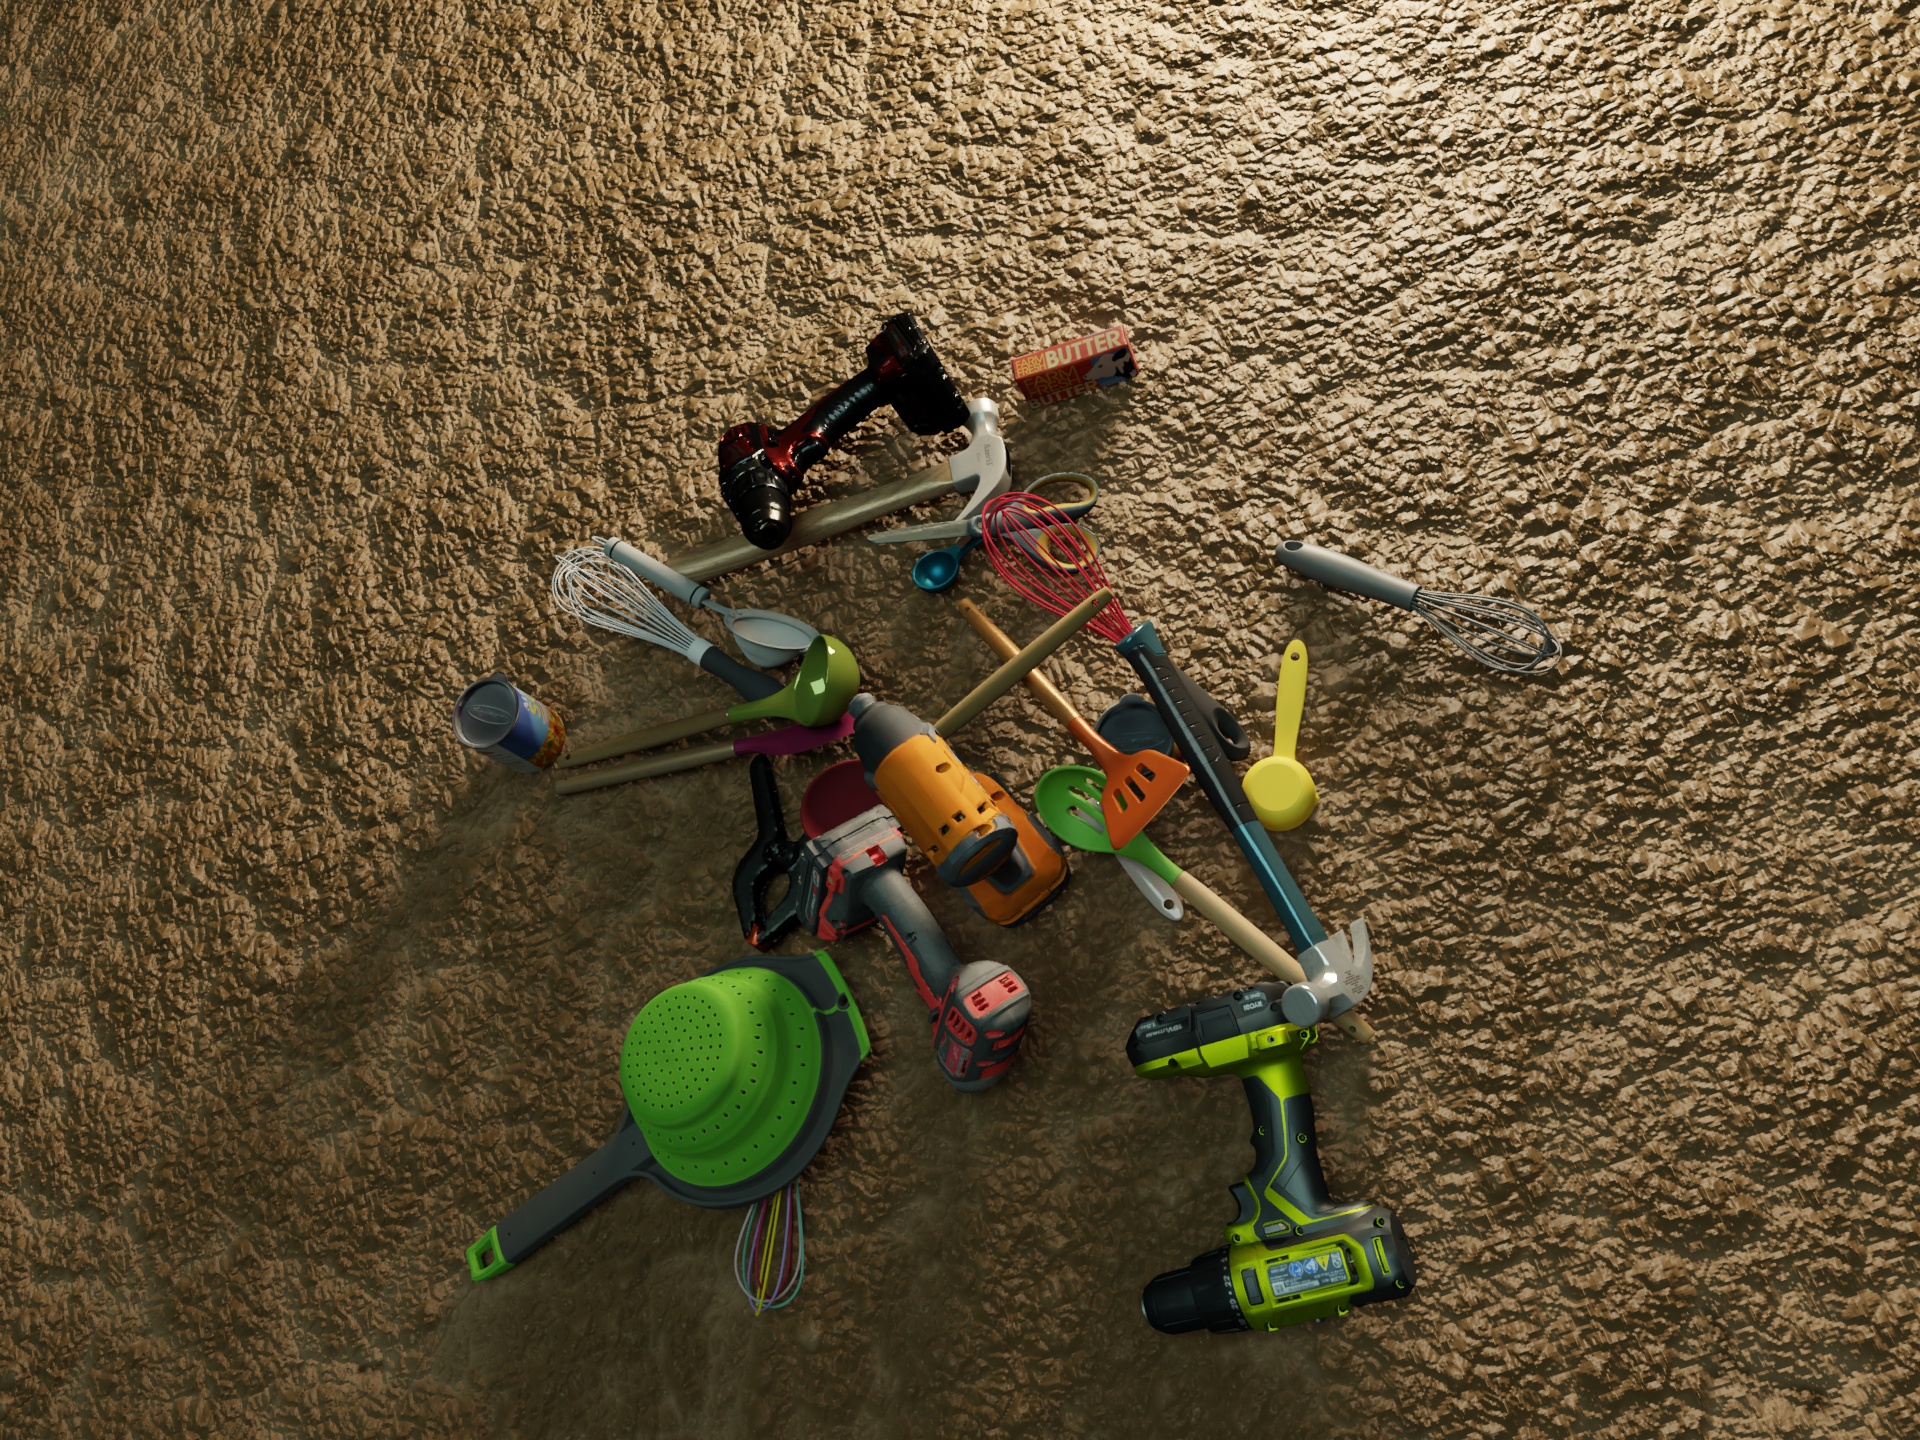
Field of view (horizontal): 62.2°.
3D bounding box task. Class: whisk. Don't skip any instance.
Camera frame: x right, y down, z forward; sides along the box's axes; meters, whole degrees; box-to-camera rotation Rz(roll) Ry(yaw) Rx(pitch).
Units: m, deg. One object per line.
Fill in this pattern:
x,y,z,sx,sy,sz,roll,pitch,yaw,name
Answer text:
0.124,-0.075,1.282,0.073,0.073,0.296,-44,79,0,whisk
0.353,-0.093,1.244,0.239,0.055,0.055,26,81,27,whisk
-0.137,0.340,1.253,0.051,0.047,0.245,1,69,19,whisk
-0.256,-0.076,1.424,0.285,0.070,0.070,32,84,18,whisk

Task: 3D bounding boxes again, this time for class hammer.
-0.111,-0.178,1.417,0.331,0.031,0.130,-18,58,13,hammer
0.204,0.067,1.180,0.033,0.128,0.331,-40,67,32,hammer

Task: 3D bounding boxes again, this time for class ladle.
-0.225,-0.003,1.365,0.320,0.062,0.078,-14,61,24,ladle
-0.002,-0.004,1.277,0.315,0.031,0.069,-39,87,12,ladle

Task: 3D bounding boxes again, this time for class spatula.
0.074,-0.014,1.254,0.081,0.041,0.323,-48,46,8,spatula

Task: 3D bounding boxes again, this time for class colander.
-0.261,0.318,1.254,0.397,0.094,0.205,-37,53,8,colander

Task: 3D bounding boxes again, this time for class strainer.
-0.223,-0.103,1.403,0.258,0.087,0.050,30,114,15,strainer

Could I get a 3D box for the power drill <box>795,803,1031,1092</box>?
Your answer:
-0.034,0.185,1.227,0.078,0.143,0.220,-27,60,-28,power drill

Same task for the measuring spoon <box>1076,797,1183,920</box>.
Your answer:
0.135,0.109,1.257,0.034,0.018,0.124,-40,66,1,measuring spoon

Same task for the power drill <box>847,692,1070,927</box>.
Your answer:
-0.005,0.066,1.200,0.084,0.226,0.164,-40,66,1,power drill

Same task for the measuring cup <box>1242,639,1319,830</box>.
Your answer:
0.254,0.008,1.246,0.062,0.029,0.156,5,76,19,measuring cup

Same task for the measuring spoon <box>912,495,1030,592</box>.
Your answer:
0.014,-0.153,1.386,0.128,0.021,0.042,-39,52,-8,measuring spoon

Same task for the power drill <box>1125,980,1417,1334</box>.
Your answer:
0.199,0.317,1.136,0.190,0.080,0.229,-21,70,20,power drill

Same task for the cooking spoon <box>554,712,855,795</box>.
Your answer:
-0.216,0.029,1.378,0.319,0.069,0.017,-13,107,19,cooking spoon

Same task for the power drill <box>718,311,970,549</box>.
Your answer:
-0.109,-0.244,1.383,0.226,0.080,0.188,-31,34,7,power drill

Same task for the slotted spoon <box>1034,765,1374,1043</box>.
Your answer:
0.185,0.139,1.214,0.314,0.031,0.070,39,121,17,slotted spoon
